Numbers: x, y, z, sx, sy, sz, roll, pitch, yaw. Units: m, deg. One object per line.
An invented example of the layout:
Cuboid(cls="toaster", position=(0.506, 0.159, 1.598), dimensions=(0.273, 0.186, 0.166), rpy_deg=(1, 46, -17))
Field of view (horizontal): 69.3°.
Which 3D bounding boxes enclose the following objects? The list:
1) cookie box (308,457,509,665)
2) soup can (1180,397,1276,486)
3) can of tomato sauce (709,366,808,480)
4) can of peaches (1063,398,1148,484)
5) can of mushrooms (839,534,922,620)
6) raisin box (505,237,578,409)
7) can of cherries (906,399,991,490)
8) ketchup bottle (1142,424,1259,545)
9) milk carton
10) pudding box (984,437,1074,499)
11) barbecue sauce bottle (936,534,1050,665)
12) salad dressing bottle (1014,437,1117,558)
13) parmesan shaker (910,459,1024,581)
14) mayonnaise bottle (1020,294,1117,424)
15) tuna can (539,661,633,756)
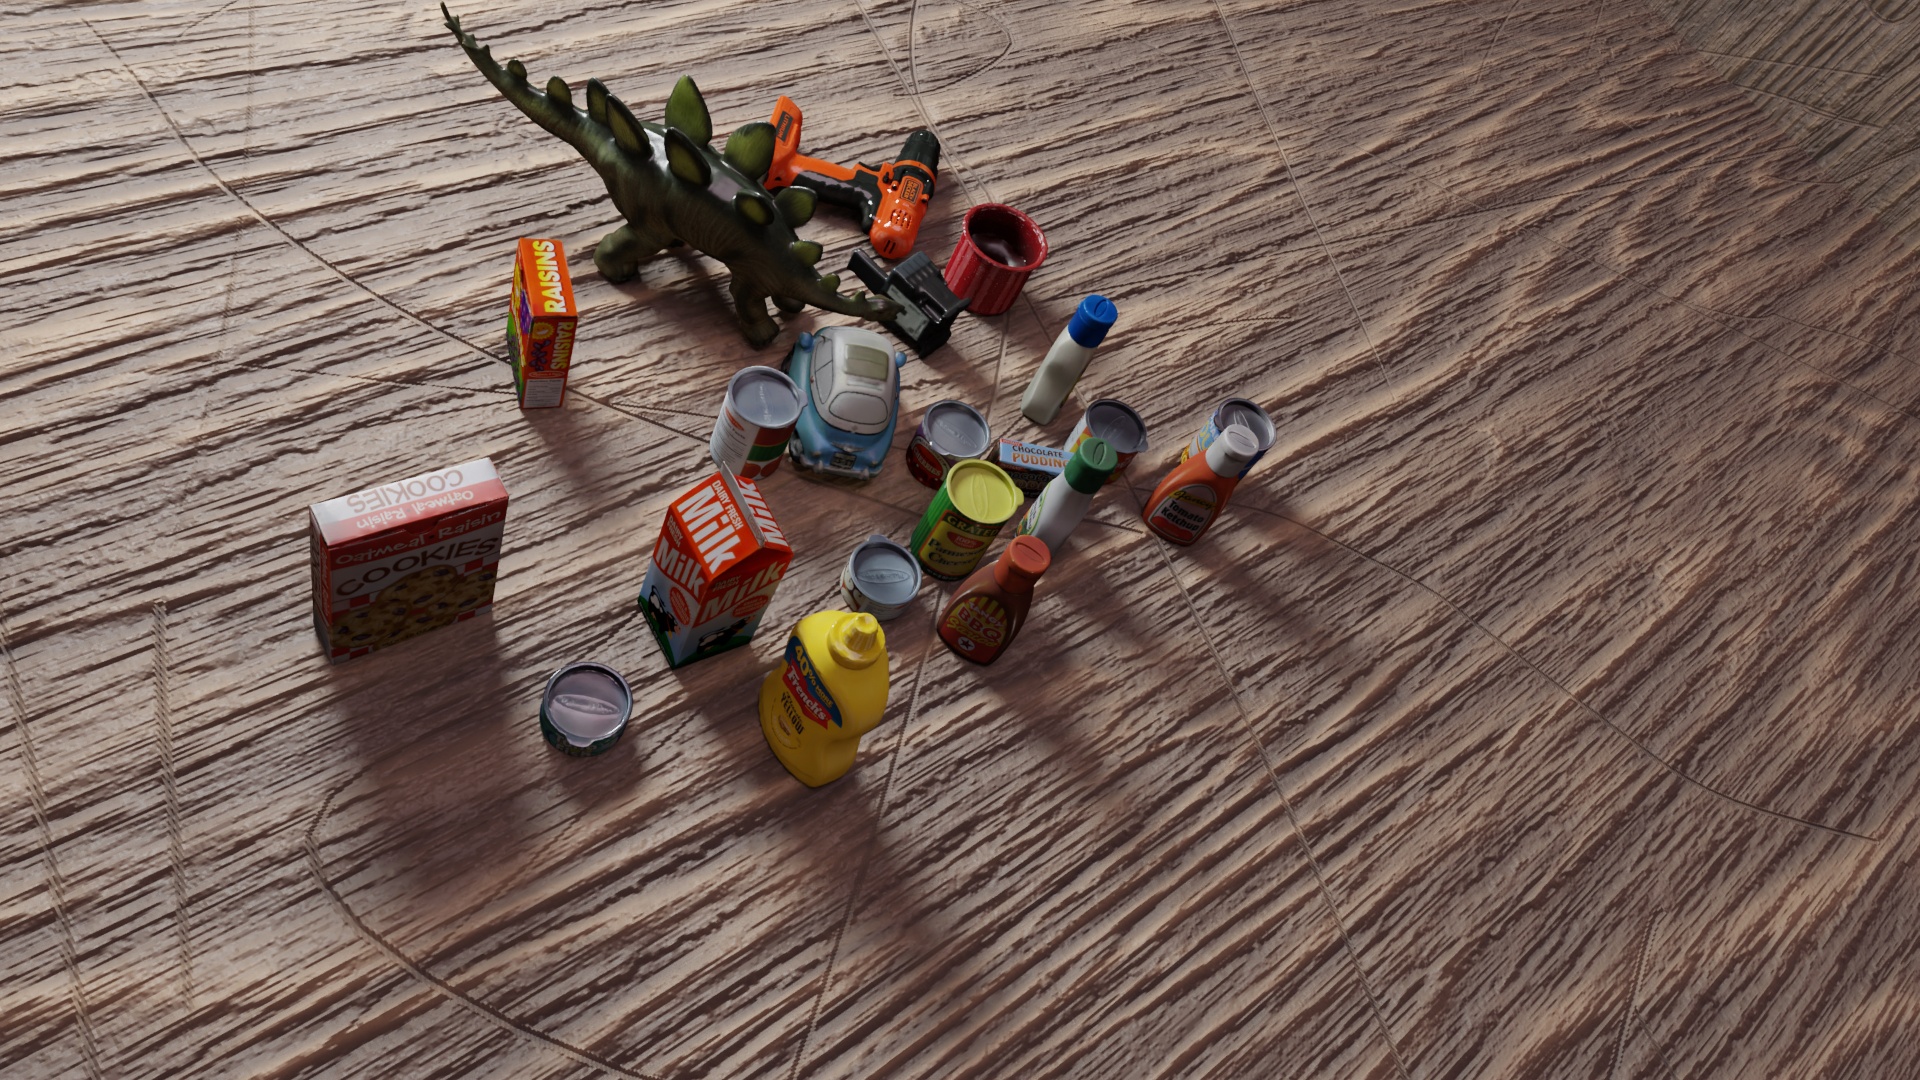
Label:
Cuboid(cls="cookie box", position=(-0.394, 0.017, 0.992), dimensions=(0.123, 0.166, 0.040), rpy_deg=(-21, 68, -33))
Cuboid(cls="soup can", position=(0.269, -0.095, 1.412), dimensions=(0.071, 0.083, 0.072), rpy_deg=(12, 54, -16))
Cuboid(cls="can of tomato sauce", position=(-0.179, -0.102, 1.222), dimensions=(0.071, 0.082, 0.071), rpy_deg=(12, 54, -16))
Cuboid(cls="can of peaches", position=(0.144, -0.096, 1.374), dimensions=(0.071, 0.057, 0.071), rpy_deg=(12, 54, -16))
Cuboid(cls="can of mushrooms", position=(-0.070, 0.033, 1.209), dimensions=(0.071, 0.033, 0.071), rpy_deg=(12, 54, -16))
Cuboid(cls="raisin box", position=(-0.355, -0.182, 1.173), dimensions=(0.040, 0.122, 0.086), rpy_deg=(-4, 60, -26))
Cuboid(cls="can of cherries", position=(-0.014, -0.088, 1.299), dimensions=(0.071, 0.058, 0.072), rpy_deg=(12, 54, -16))
Cuboid(cls="ketchup bottle", position=(0.233, -0.055, 1.327), dimensions=(0.065, 0.148, 0.044), rpy_deg=(28, 51, -4))
Cuboid(cls="milk carton", position=(-0.187, 0.019, 1.067), dimensions=(0.074, 0.189, 0.072), rpy_deg=(-19, 67, -32))
Cuboid(cls="pudding box", position=(0.067, -0.067, 1.326), dimensions=(0.084, 0.049, 0.030), rpy_deg=(11, 54, -17))
Cuboid(cls="barbecue sauce bottle", position=(0.032, 0.048, 1.169), dimensions=(0.065, 0.147, 0.044), rpy_deg=(35, 51, 1))
Cuboid(cls="salad dressing bottle", position=(0.096, -0.037, 1.256), dimensions=(0.044, 0.147, 0.064), rpy_deg=(26, 52, -6))
Cuboid(cls="parmesan shaker", position=(0.004, -0.015, 1.230), dimensions=(0.071, 0.102, 0.071), rpy_deg=(12, 54, -16))
Cuboid(cls="mayonnaise bottle", position=(0.107, -0.178, 1.357), dimensions=(0.041, 0.147, 0.065), rpy_deg=(32, 51, -1))
Cuboid(cls="tuna can", position=(-0.284, 0.130, 1.050), dimensions=(0.071, 0.032, 0.071), rpy_deg=(12, 54, -16))
